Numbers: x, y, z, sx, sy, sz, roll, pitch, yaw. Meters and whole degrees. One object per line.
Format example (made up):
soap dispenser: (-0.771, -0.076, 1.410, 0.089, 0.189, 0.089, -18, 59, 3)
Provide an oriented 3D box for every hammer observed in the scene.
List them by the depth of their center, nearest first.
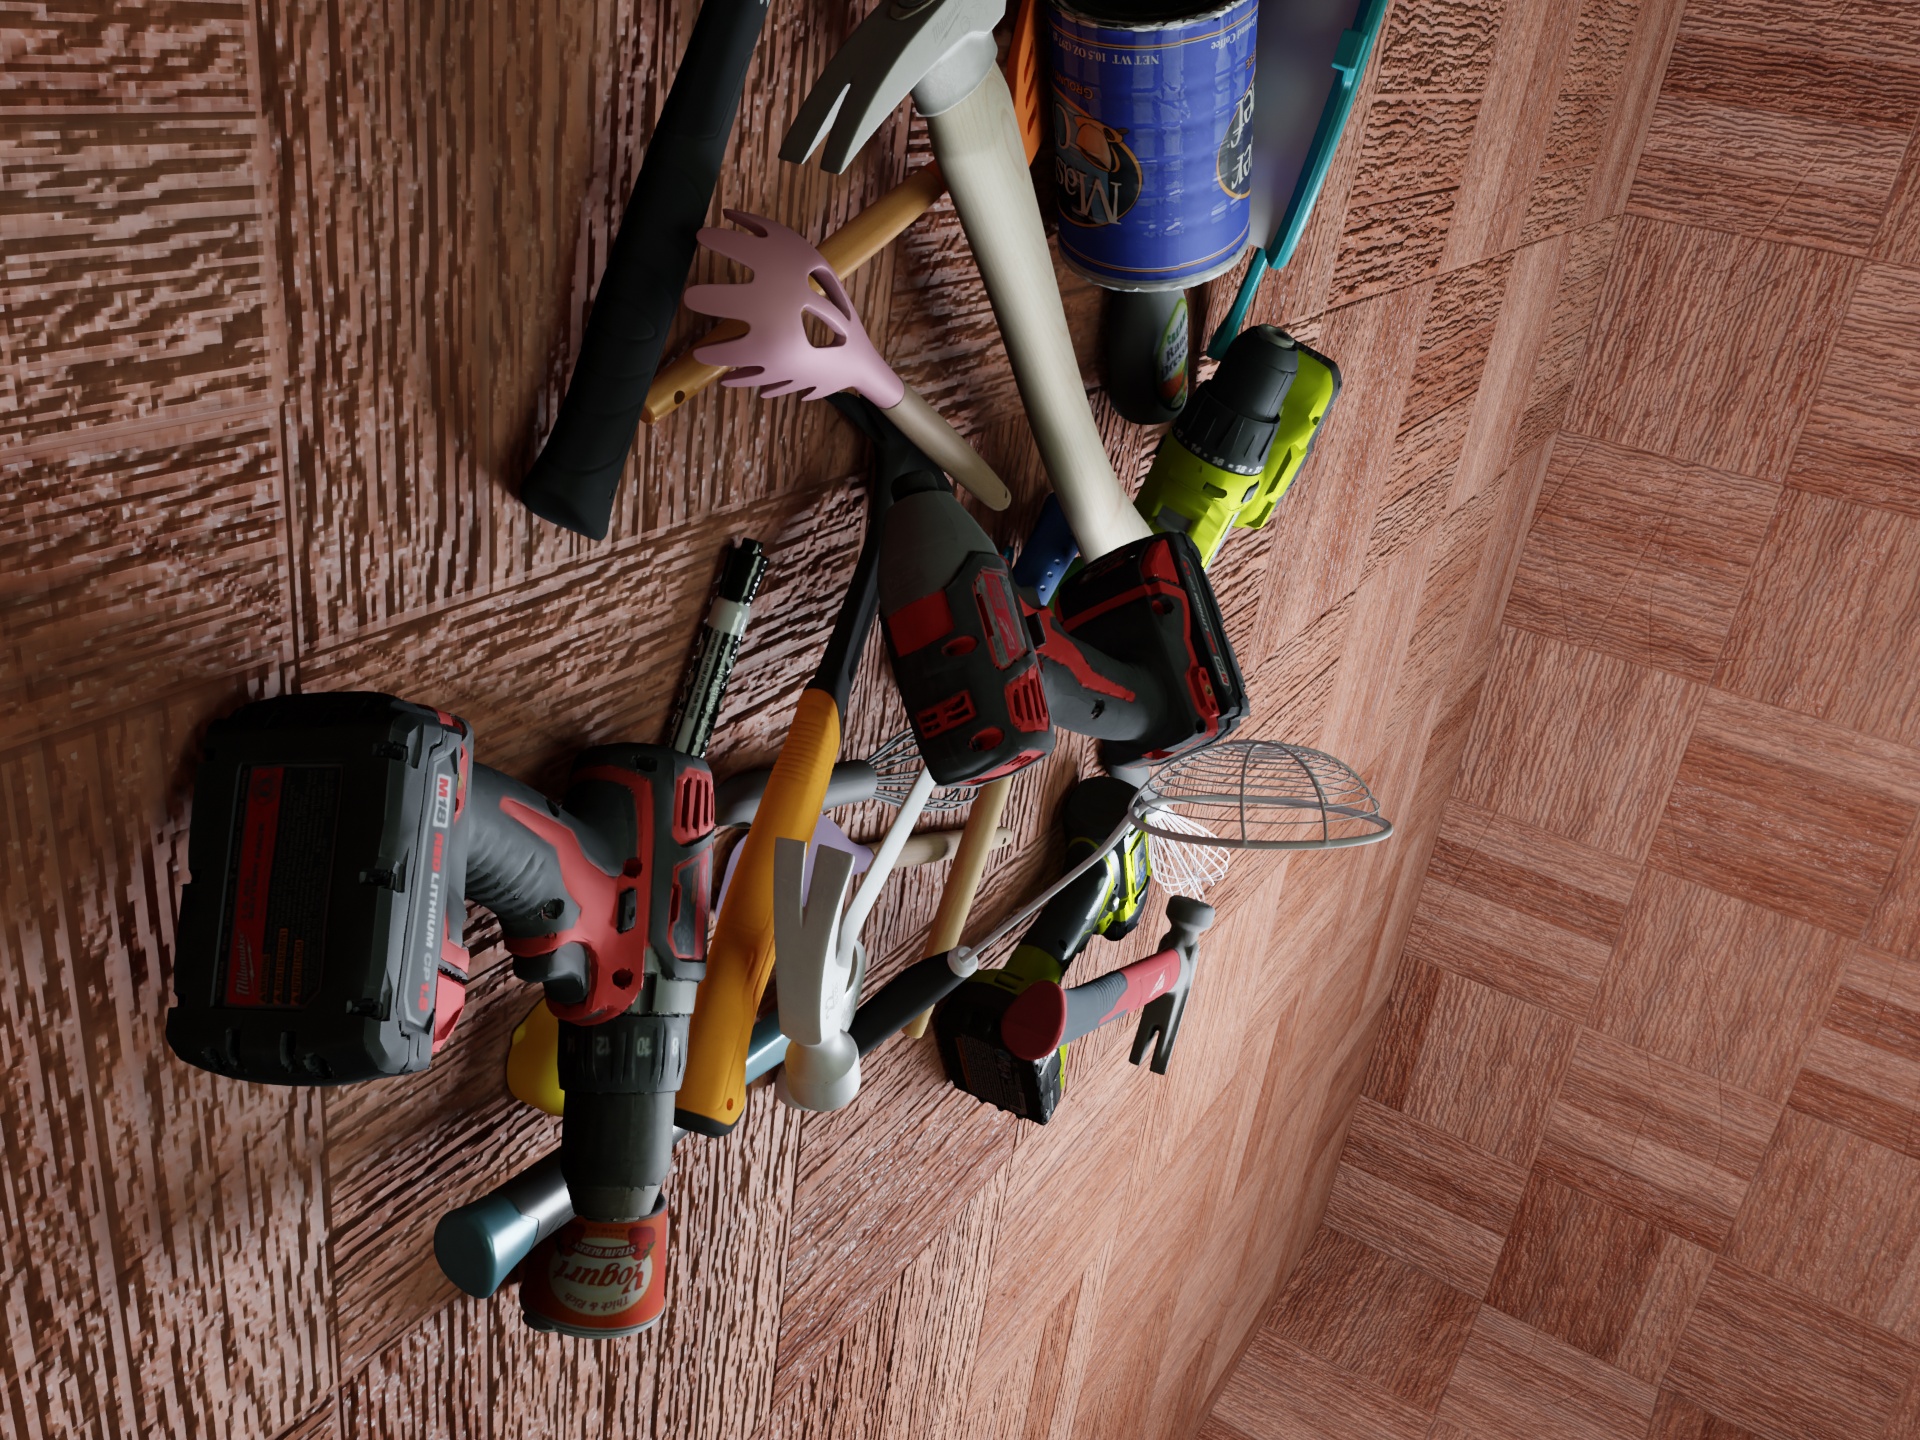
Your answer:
hammer: (-0.085, -0.221, 0.551, 0.146, 0.035, 0.334, -53, 164, -78)
hammer: (-0.072, 0.018, 0.720, 0.127, 0.034, 0.337, 53, 50, -62)
hammer: (-0.129, 0.180, 0.753, 0.331, 0.033, 0.128, -22, 133, -66)
hammer: (0.035, -0.167, 0.772, 0.146, 0.038, 0.410, -54, 148, -18)
hammer: (-0.001, -0.003, 0.814, 0.406, 0.035, 0.144, -62, 158, -45)
hammer: (0.104, 0.206, 1.109, 0.386, 0.038, 0.143, 5, 101, -69)

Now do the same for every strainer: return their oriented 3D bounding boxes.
strainer: (0.165, -0.341, 0.947, 0.340, 0.095, 0.211, 106, 3, -62)

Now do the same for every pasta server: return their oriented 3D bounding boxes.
pasta server: (-0.030, -0.134, 0.683, 0.316, 0.040, 0.060, 21, 79, -73)

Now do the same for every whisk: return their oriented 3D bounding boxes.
whisk: (-0.051, 0.032, 0.835, 0.239, 0.055, 0.055, -8, 116, -58)
whisk: (0.163, 0.081, 1.300, 0.070, 0.070, 0.284, -62, 149, -15)

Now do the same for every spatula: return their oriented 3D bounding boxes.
spatula: (-0.036, -0.224, 0.696, 0.323, 0.041, 0.080, -48, 149, -30)
spatula: (-0.042, 0.075, 0.917, 0.315, 0.018, 0.060, 1, 107, -63)

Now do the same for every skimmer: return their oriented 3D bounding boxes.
skimmer: (0.058, 0.122, 0.848, 0.363, 0.090, 0.127, -40, 166, 27)

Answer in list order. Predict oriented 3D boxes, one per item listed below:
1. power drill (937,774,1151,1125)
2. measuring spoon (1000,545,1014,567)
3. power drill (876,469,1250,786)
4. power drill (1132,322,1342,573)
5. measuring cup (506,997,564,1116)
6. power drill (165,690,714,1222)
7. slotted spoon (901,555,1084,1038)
power drill: (0.075, 0.172, 1.163, 0.223, 0.080, 0.171, -56, 152, -32)
measuring spoon: (0.000, -0.056, 0.910, 0.042, 0.021, 0.129, 78, 31, -48)
power drill: (0.044, -0.043, 0.768, 0.219, 0.078, 0.143, 1, 69, -53)
power drill: (0.174, -0.175, 1.012, 0.228, 0.080, 0.190, -45, 163, -58)
measuring cup: (-0.147, 0.104, 0.710, 0.156, 0.029, 0.062, -62, 154, -8)
power drill: (-0.162, 0.090, 0.566, 0.226, 0.080, 0.188, 27, 63, -67)
slotted spoon: (0.020, 0.041, 0.968, 0.070, 0.031, 0.314, 143, -34, -82)
